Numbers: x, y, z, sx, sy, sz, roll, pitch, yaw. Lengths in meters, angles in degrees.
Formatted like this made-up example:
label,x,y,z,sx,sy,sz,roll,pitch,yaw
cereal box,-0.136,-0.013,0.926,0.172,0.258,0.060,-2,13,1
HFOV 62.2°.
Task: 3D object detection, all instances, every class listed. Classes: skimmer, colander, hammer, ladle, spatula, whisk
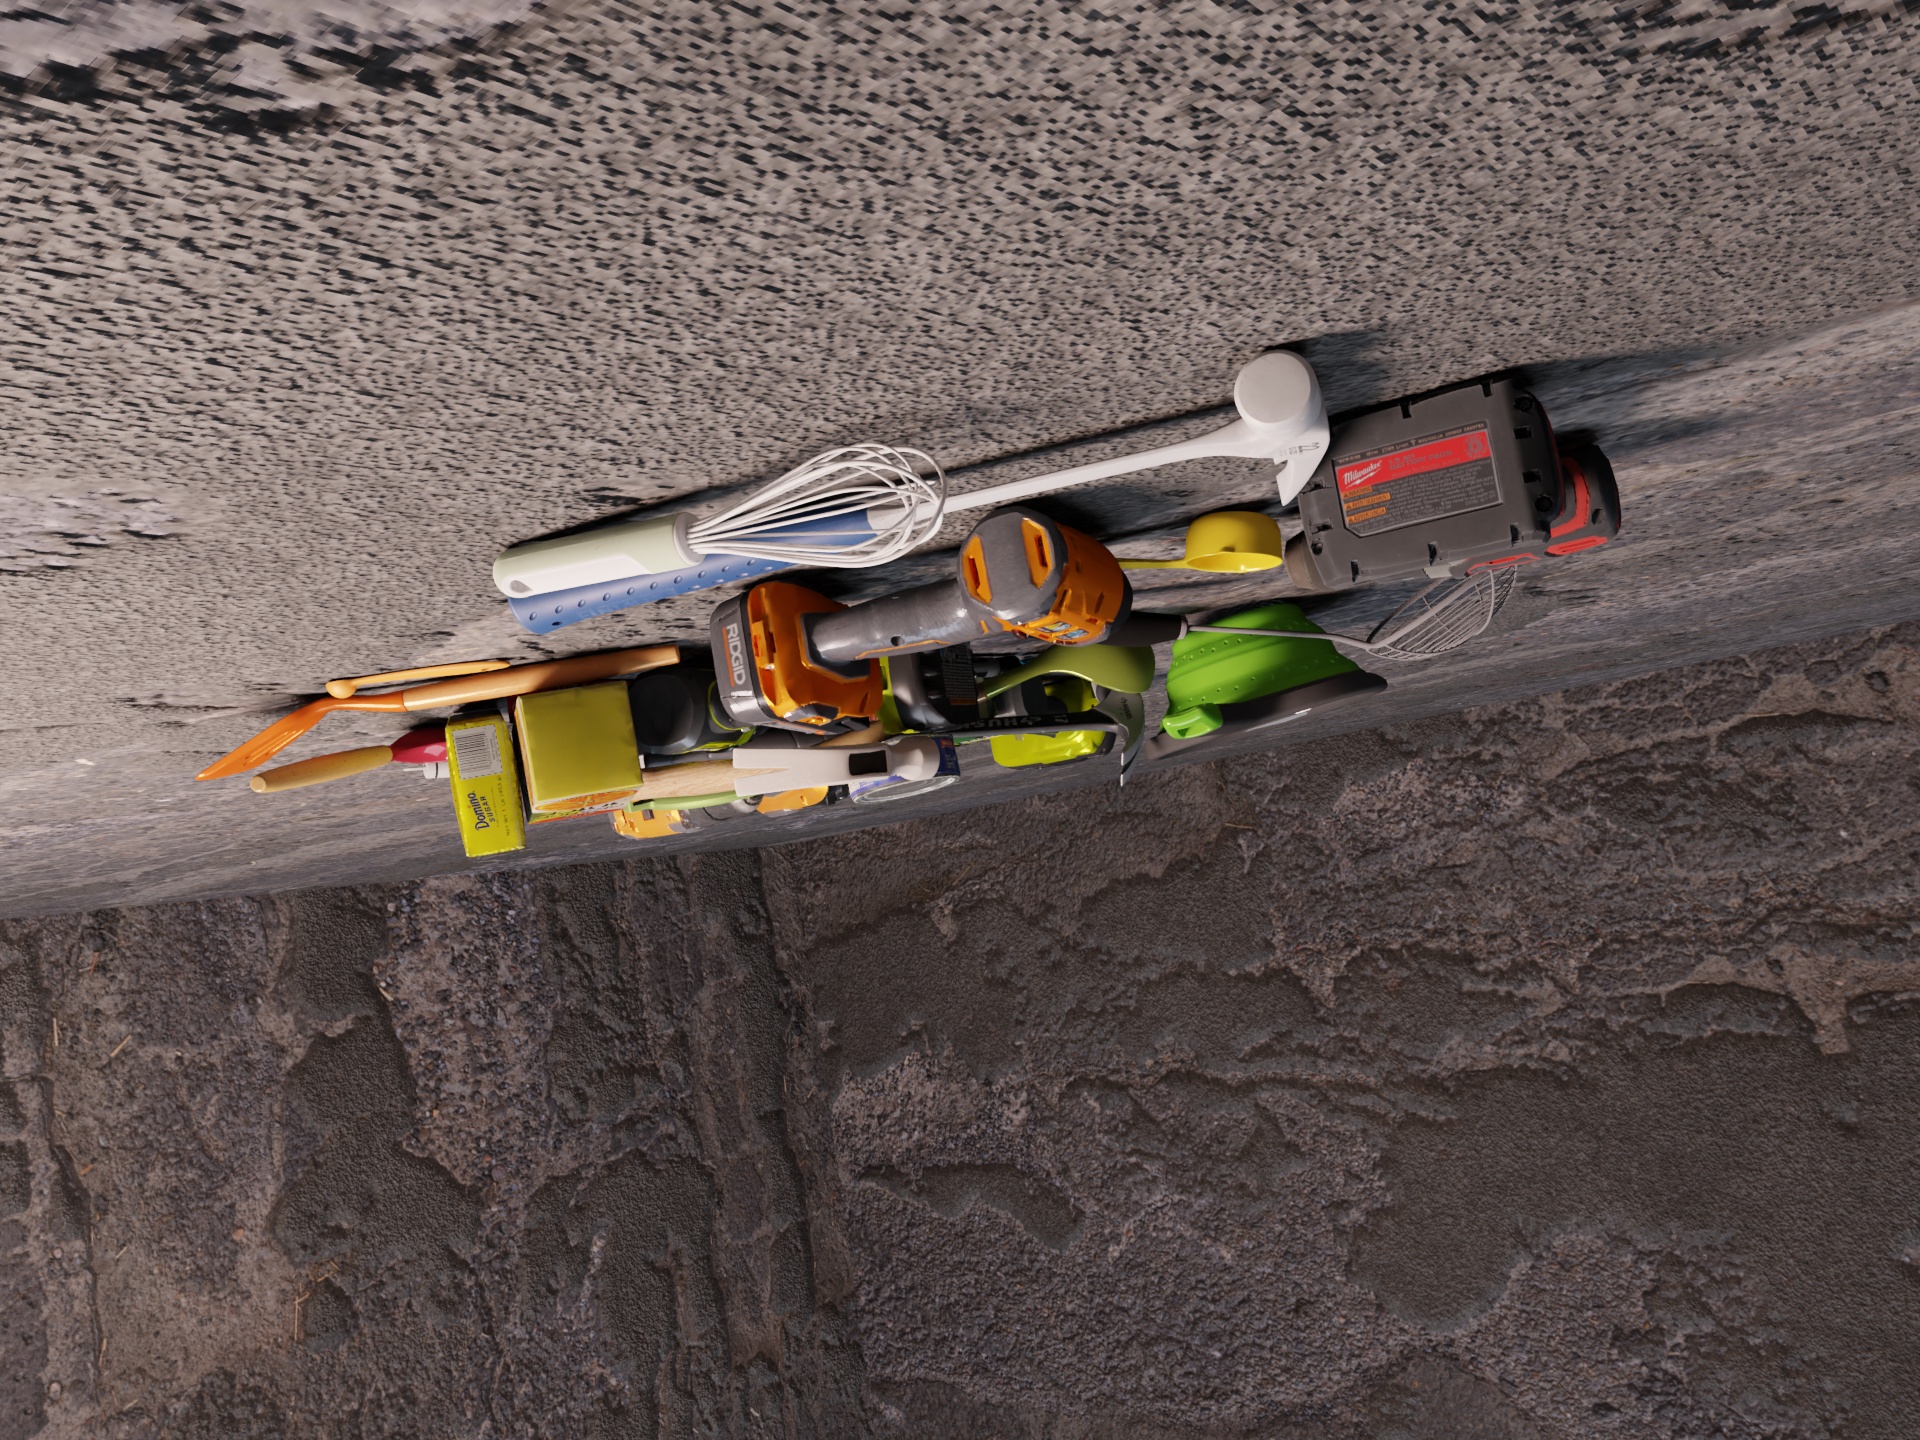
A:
label,x,y,z,sx,sy,sz,roll,pitch,yaw
skimmer,0.220,-0.094,1.152,0.363,0.090,0.127,2,177,-5
colander,0.210,-0.037,1.242,0.204,0.094,0.397,-19,174,21
hammer,-0.173,0.040,1.155,0.130,0.031,0.331,-3,177,-44
ladle,-0.002,-0.004,1.238,0.320,0.062,0.078,-21,-148,1
ladle,-0.428,0.029,1.145,0.069,0.031,0.315,-12,-177,4
spatula,-0.347,-0.009,1.071,0.322,0.041,0.081,-10,-177,0
hammer,-0.050,0.014,1.290,0.409,0.036,0.149,-4,-149,-4
hammer,-0.027,-0.096,0.761,0.405,0.035,0.144,-11,173,17
whisk,-0.115,-0.082,0.719,0.246,0.059,0.057,-7,153,27

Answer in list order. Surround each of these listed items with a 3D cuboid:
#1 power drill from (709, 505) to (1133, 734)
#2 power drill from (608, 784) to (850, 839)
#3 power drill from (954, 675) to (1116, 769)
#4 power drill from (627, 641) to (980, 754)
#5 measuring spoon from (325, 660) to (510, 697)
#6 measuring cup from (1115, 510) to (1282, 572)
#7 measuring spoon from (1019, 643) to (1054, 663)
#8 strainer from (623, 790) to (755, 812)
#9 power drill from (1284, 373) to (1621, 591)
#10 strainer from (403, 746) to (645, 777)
label,x,y,z,sx,sy,sz,roll,pitch,yaw
power drill,-0.013,-0.055,0.932,0.226,0.084,0.164,-16,168,25
power drill,-0.206,0.062,1.564,0.185,0.084,0.226,-11,-178,41
power drill,0.039,0.000,1.537,0.171,0.080,0.223,-13,169,31
power drill,-0.107,-0.019,1.163,0.228,0.080,0.190,-8,179,14
measuring spoon,-0.352,-0.027,1.035,0.117,0.011,0.021,-8,174,-8
measuring cup,0.114,-0.107,0.953,0.156,0.029,0.062,1,175,20
measuring spoon,0.076,-0.060,1.338,0.042,0.021,0.129,-7,-177,-20
strainer,-0.161,0.017,1.370,0.256,0.069,0.151,-10,-169,14
power drill,0.244,-0.110,0.850,0.188,0.080,0.226,-12,176,27
strainer,-0.385,0.042,1.486,0.258,0.050,0.087,-2,-174,-27
